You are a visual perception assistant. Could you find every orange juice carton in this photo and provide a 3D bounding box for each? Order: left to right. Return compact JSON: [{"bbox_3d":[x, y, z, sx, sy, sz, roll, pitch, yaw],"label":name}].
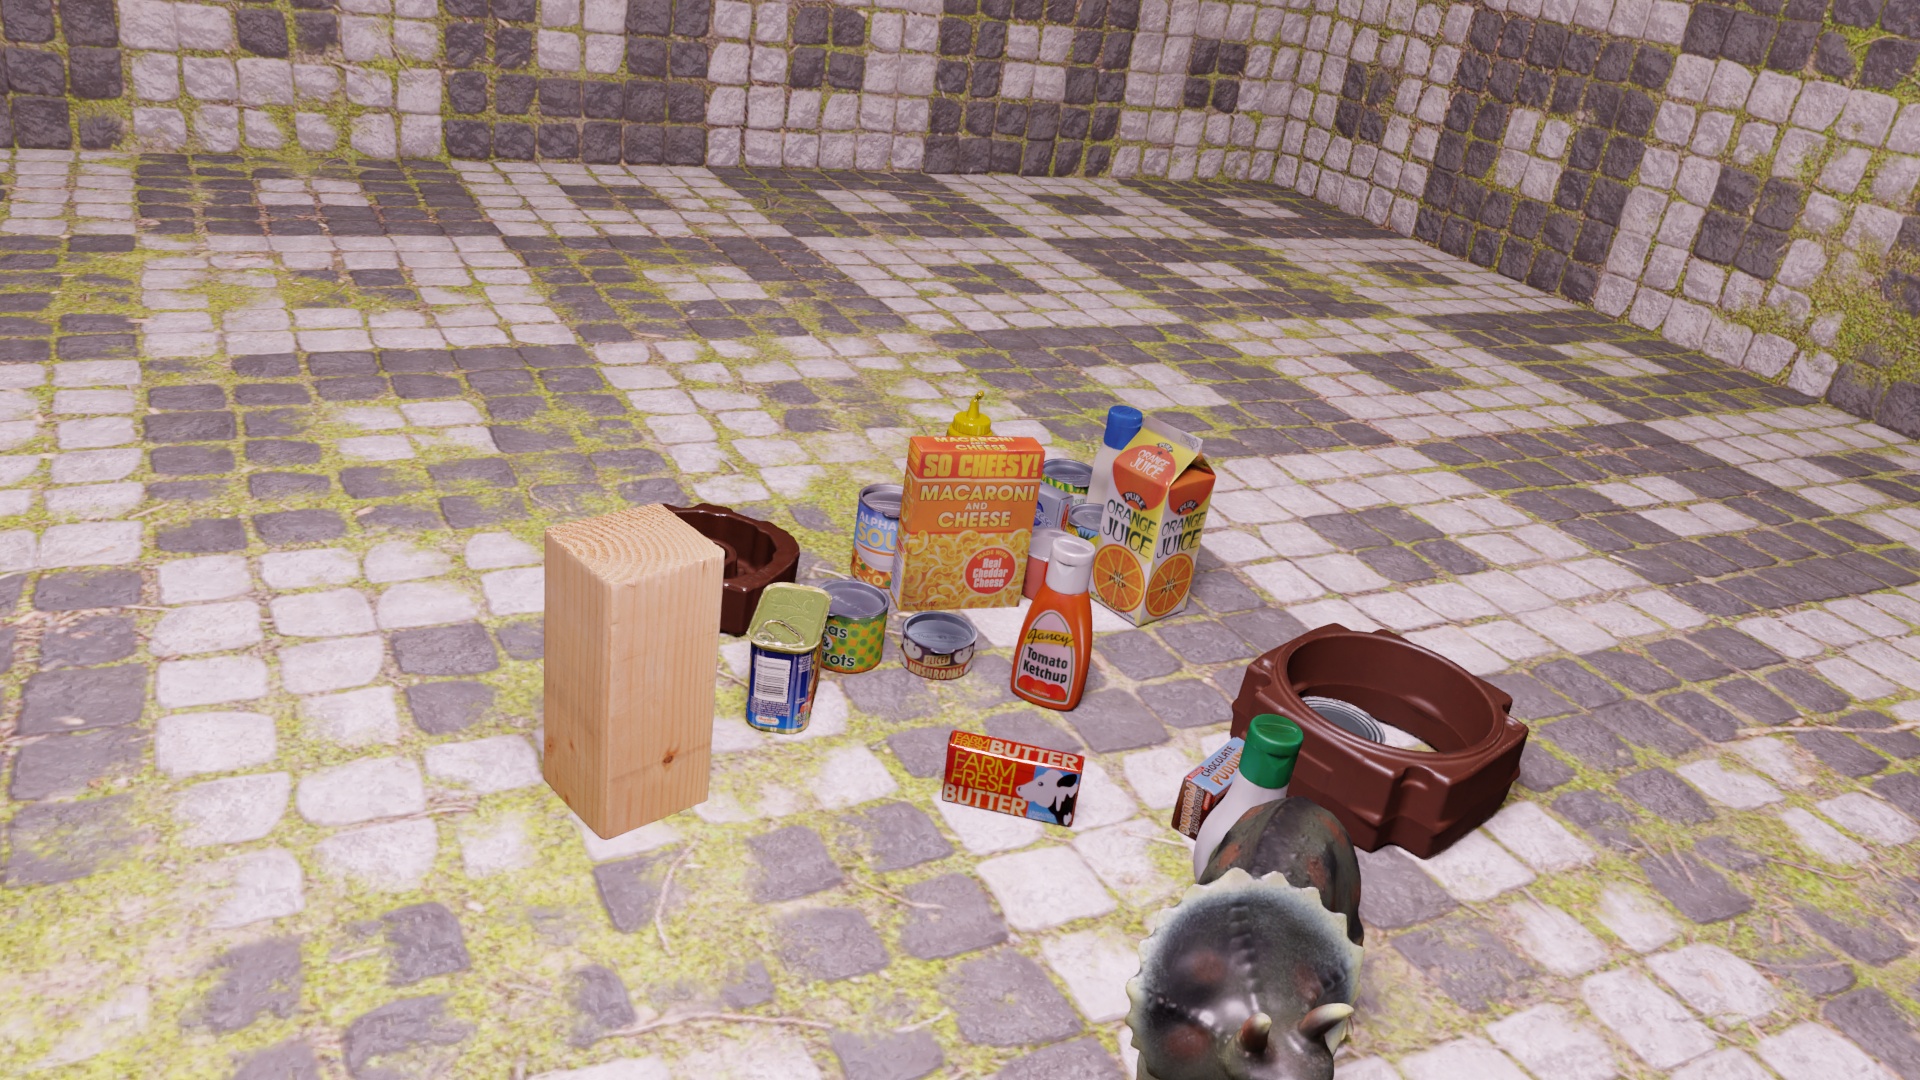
[{"bbox_3d":[0.187,-0.021,1.340,0.073,0.191,0.072,-15,34,-39],"label":"orange juice carton"}]

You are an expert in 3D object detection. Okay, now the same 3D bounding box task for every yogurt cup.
[{"bbox_3d":[0.087,0.027,1.369,0.072,0.053,0.073,7,26,-3],"label":"yogurt cup"}]

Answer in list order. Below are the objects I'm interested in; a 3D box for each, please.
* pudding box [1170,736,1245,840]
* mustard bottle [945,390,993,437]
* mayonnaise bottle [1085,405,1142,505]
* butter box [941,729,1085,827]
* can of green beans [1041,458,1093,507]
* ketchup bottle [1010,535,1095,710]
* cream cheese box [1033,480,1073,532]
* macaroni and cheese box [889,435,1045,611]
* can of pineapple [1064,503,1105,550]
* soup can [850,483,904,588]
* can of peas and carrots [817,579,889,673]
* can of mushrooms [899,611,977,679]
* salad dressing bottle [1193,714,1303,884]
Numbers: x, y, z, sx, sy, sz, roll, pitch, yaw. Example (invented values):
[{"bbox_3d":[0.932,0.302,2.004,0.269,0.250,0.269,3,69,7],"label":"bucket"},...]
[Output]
[{"bbox_3d":[0.200,0.192,1.075,0.030,0.049,0.084,26,31,32],"label":"pudding box"},{"bbox_3d":[0.005,-0.083,1.444,0.049,0.159,0.065,-3,28,-23],"label":"mustard bottle"},{"bbox_3d":[0.163,-0.070,1.481,0.041,0.147,0.065,22,29,26],"label":"mayonnaise bottle"},{"bbox_3d":[0.039,0.179,1.047,0.103,0.053,0.024,11,26,5],"label":"butter box"},{"bbox_3d":[0.115,-0.051,1.530,0.071,0.057,0.071,7,26,-3],"label":"can of green beans"},{"bbox_3d":[0.084,0.069,1.175,0.065,0.148,0.044,17,27,17],"label":"ketchup bottle"},{"bbox_3d":[0.072,-0.041,1.502,0.104,0.053,0.024,28,32,34],"label":"cream cheese box"},{"bbox_3d":[0.005,-0.016,1.303,0.124,0.165,0.040,-1,27,-20],"label":"macaroni and cheese box"},{"bbox_3d":[0.137,0.001,1.432,0.071,0.057,0.071,7,26,-3],"label":"can of pineapple"},{"bbox_3d":[-0.071,-0.003,1.347,0.071,0.083,0.071,7,26,-3],"label":"soup can"},{"bbox_3d":[-0.099,0.075,1.208,0.071,0.058,0.071,7,26,-3],"label":"can of peas and carrots"},{"bbox_3d":[-0.020,0.093,1.224,0.071,0.033,0.071,7,26,-3],"label":"can of mushrooms"},{"bbox_3d":[0.203,0.191,0.967,0.064,0.147,0.044,7,26,-4],"label":"salad dressing bottle"}]
